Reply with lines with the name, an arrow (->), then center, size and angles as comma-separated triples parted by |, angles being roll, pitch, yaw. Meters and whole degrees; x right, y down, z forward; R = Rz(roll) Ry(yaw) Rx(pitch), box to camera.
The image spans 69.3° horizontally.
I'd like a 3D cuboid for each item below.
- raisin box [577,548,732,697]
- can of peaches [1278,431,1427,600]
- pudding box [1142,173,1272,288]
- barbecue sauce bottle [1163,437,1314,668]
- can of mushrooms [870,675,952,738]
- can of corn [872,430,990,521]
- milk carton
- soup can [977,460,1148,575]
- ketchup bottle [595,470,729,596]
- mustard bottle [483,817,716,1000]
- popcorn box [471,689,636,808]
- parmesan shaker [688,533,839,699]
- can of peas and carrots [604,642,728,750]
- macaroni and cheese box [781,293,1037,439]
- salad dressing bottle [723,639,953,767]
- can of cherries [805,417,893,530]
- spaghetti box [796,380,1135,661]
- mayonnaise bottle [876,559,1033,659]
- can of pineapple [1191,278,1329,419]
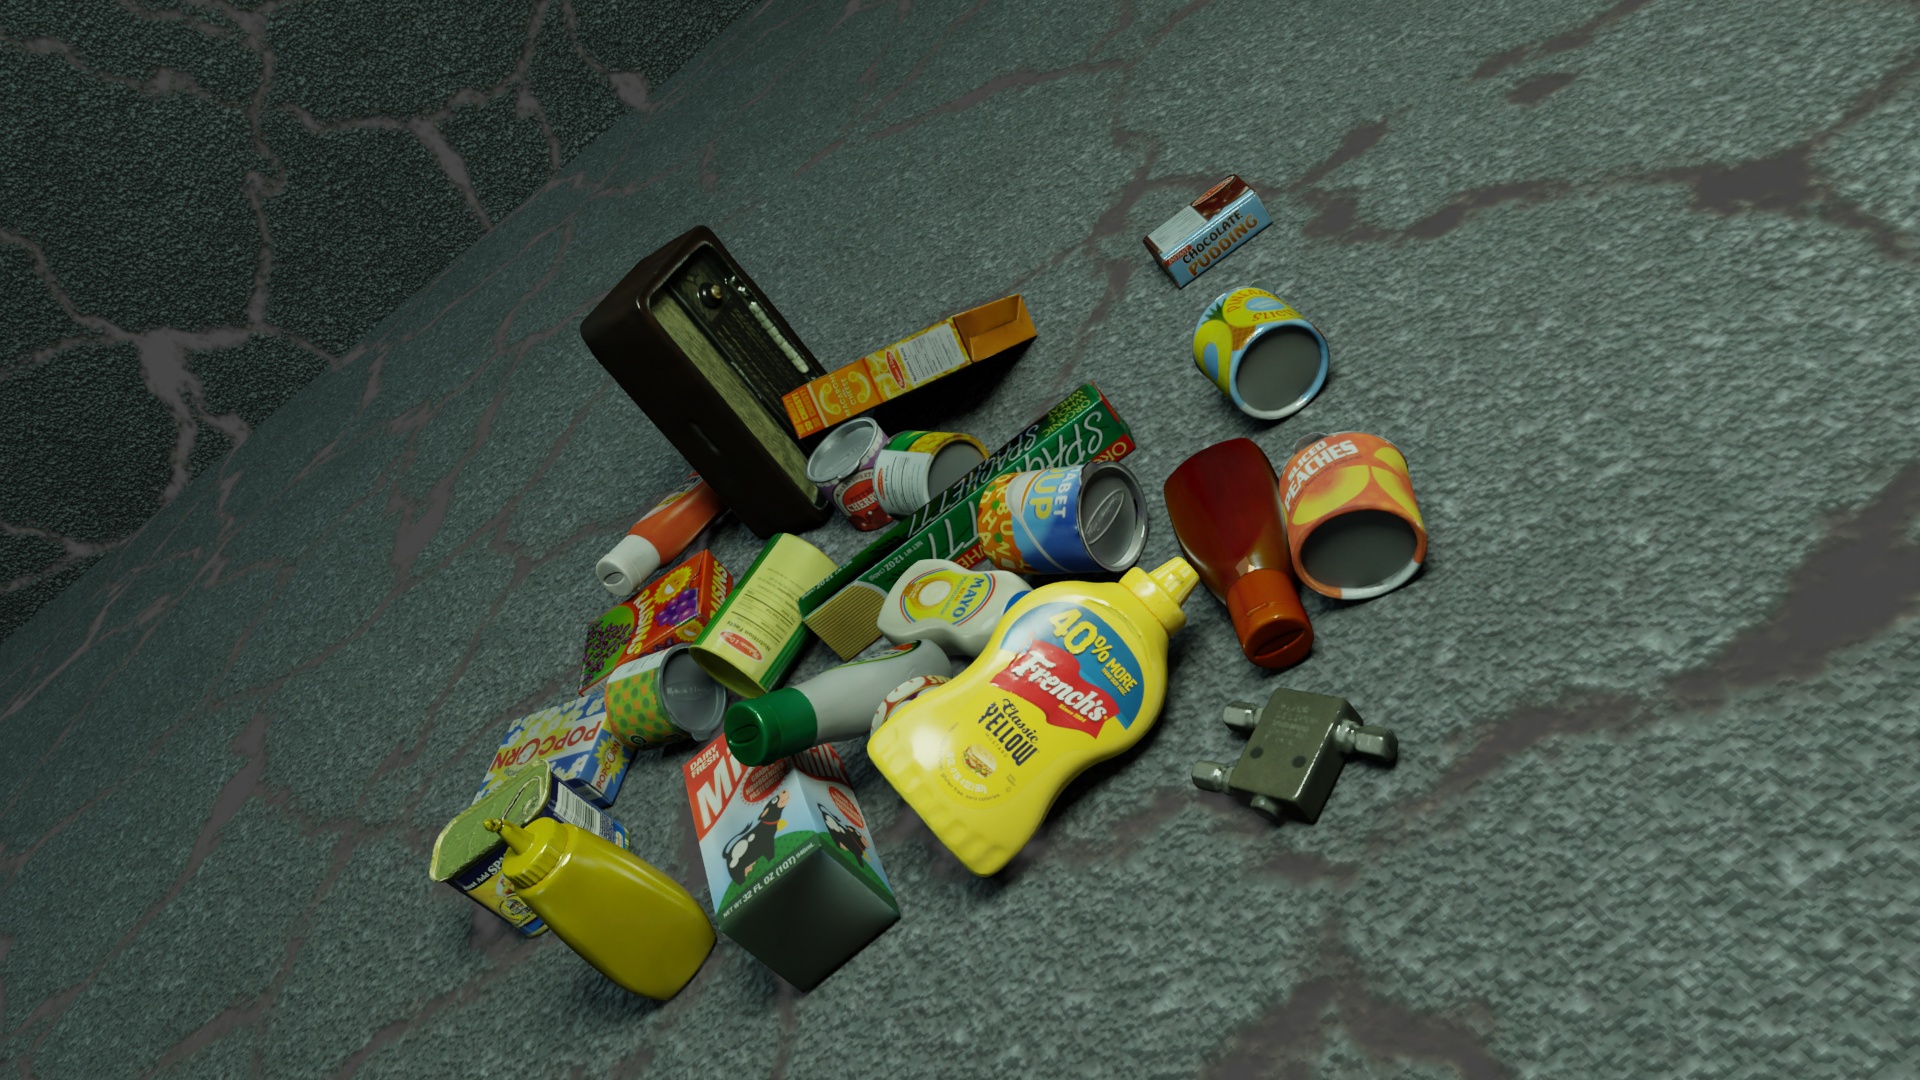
raisin box -> -0.239, 0.072, 1.091 | 0.123, 0.040, 0.086 | -31, 32, 14
can of peaches -> 0.196, -0.013, 0.703 | 0.071, 0.071, 0.058 | -25, 36, 25
pudding box -> 0.181, -0.228, 1.019 | 0.083, 0.030, 0.050 | -36, 31, 9
barbecue sauce bottle -> 0.153, 0.006, 0.751 | 0.064, 0.043, 0.149 | -31, 34, 17
can of mushrooms -> -0.014, 0.110, 0.780 | 0.071, 0.071, 0.033 | -43, 31, -3
can of corn -> -0.016, -0.044, 0.973 | 0.058, 0.071, 0.071 | 8, 56, 50
milk carton -> -0.106, 0.160, 0.811 | 0.072, 0.073, 0.191 | -40, 31, 3
soup can -> 0.061, -0.015, 0.848 | 0.083, 0.071, 0.072 | -4, 47, 45
ketchup bottle -> -0.242, -0.009, 1.153 | 0.064, 0.043, 0.149 | -23, 19, 41
mustard bottle -> -0.211, 0.199, 0.792 | 0.065, 0.160, 0.049 | -50, 31, -16
popcorn box -> -0.300, 0.165, 1.042 | 0.126, 0.038, 0.085 | -20, 38, 31
parmesan shaker -> -0.131, 0.056, 0.976 | 0.071, 0.071, 0.103 | 3, 52, 49
can of peas and carrots -> -0.208, 0.114, 0.985 | 0.058, 0.070, 0.071 | -20, 38, 32
macaroni and cheese box -> -0.039, -0.137, 1.082 | 0.166, 0.040, 0.124 | -20, 7, 30
salad dressing bottle -> -0.068, 0.093, 0.799 | 0.064, 0.044, 0.148 | -24, -7, 41
can of cherries -> -0.073, -0.048, 1.043 | 0.071, 0.058, 0.072 | -27, 34, 20
spaghetti box -> 0.003, -0.012, 0.925 | 0.250, 0.050, 0.029 | -37, 34, 7
mayonnaise bottle -> 0.014, 0.045, 0.852 | 0.148, 0.041, 0.065 | 3, 53, 49
can of pineapple -> 0.182, -0.116, 0.844 | 0.071, 0.071, 0.058 | -38, 33, 6
